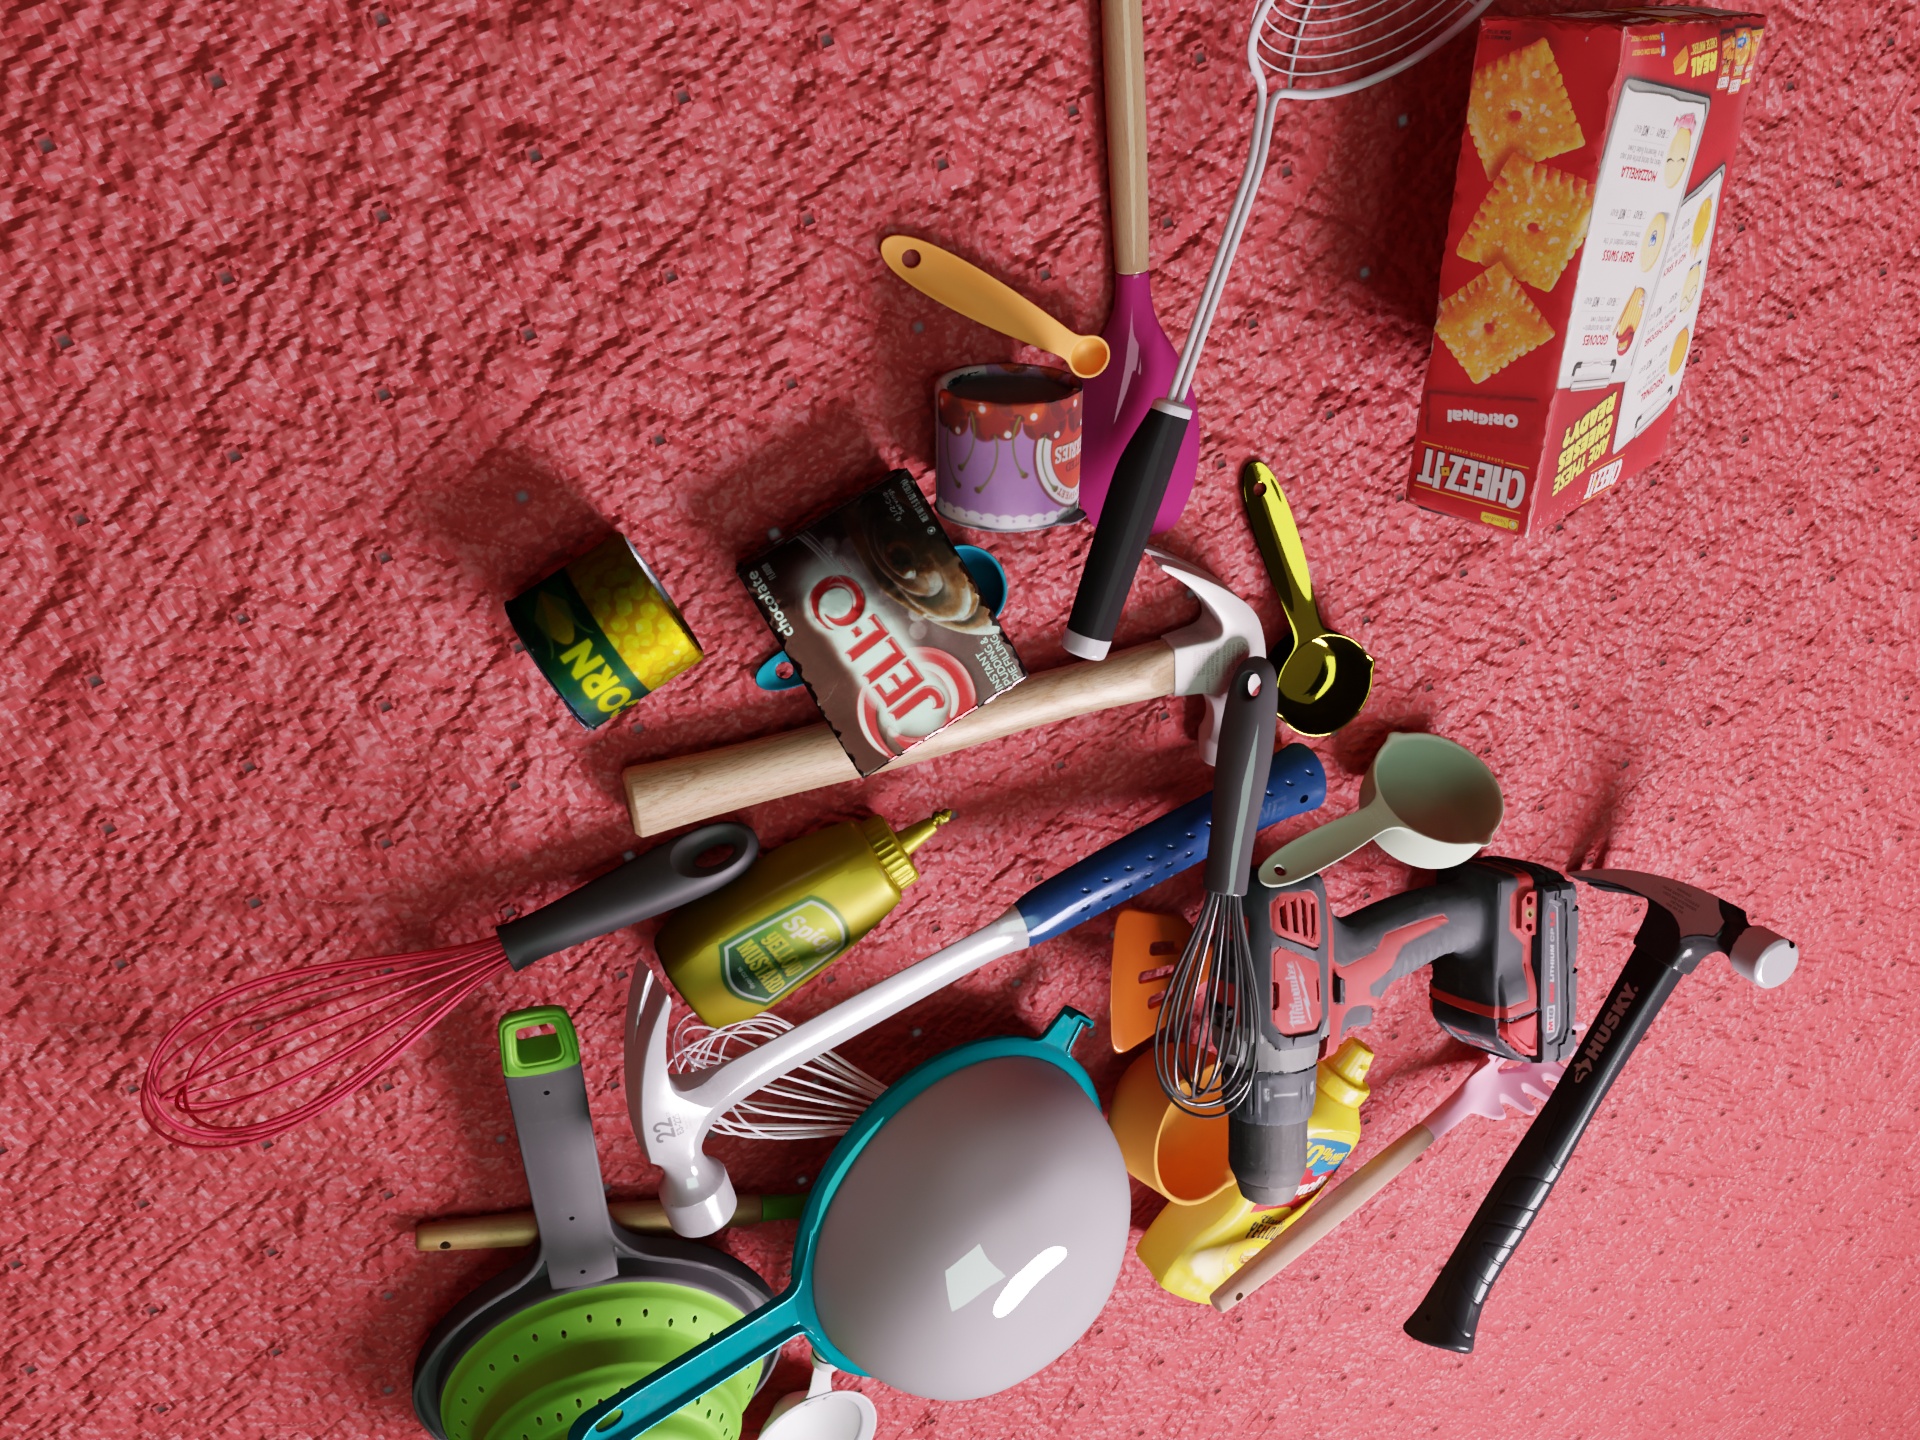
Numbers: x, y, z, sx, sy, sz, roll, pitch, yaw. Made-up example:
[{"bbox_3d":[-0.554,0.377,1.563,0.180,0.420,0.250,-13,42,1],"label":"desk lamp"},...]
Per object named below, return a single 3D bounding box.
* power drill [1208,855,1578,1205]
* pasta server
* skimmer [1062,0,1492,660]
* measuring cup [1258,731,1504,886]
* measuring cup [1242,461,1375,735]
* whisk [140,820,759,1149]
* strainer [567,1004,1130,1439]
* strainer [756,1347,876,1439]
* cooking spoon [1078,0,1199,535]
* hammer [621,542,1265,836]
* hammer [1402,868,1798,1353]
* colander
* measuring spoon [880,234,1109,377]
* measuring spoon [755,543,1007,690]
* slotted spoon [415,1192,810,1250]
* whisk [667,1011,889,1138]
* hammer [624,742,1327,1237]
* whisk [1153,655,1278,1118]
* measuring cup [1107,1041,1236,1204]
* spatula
[{"bbox_3d":[0.241,0.169,0.909,0.226,0.080,0.188,-3,95,-26],"label":"power drill"},{"bbox_3d":[0.282,0.279,1.008,0.316,0.040,0.060,-29,111,-24],"label":"pasta server"},{"bbox_3d":[0.135,-0.186,0.690,0.127,0.090,0.363,-1,115,-52],"label":"skimmer"},{"bbox_3d":[0.224,0.063,0.874,0.167,0.083,0.038,-22,151,-25],"label":"measuring cup"},{"bbox_3d":[0.171,-0.065,0.831,0.062,0.029,0.156,-26,112,-8],"label":"measuring cup"},{"bbox_3d":[-0.230,0.114,0.738,0.296,0.073,0.073,-24,123,-16],"label":"whisk"},{"bbox_3d":[-0.029,0.304,0.821,0.340,0.095,0.210,-22,121,-31],"label":"strainer"},{"bbox_3d":[-0.080,0.378,0.939,0.086,0.050,0.258,-4,123,-30],"label":"strainer"},{"bbox_3d":[0.075,-0.225,0.703,0.068,0.017,0.318,-15,122,-13],"label":"cooking spoon"},{"bbox_3d":[-0.001,-0.003,0.784,0.331,0.031,0.130,-14,121,-15],"label":"hammer"},{"bbox_3d":[0.366,0.245,0.980,0.035,0.146,0.334,23,100,-28],"label":"hammer"},{"bbox_3d":[-0.190,0.316,0.817,0.204,0.095,0.396,-9,125,-13],"label":"colander"},{"bbox_3d":[0.016,-0.184,0.702,0.116,0.011,0.021,23,111,-21],"label":"measuring spoon"},{"bbox_3d":[-0.039,-0.046,0.758,0.128,0.021,0.042,-24,102,2],"label":"measuring spoon"},{"bbox_3d":[-0.137,0.275,0.882,0.313,0.031,0.070,2,118,-22],"label":"slotted spoon"},{"bbox_3d":[-0.041,0.214,0.875,0.284,0.070,0.070,26,105,-37],"label":"whisk"},{"bbox_3d":[0.020,0.104,0.799,0.405,0.035,0.144,-25,123,-22],"label":"hammer"},{"bbox_3d":[0.137,0.086,0.811,0.055,0.055,0.239,4,96,-24],"label":"whisk"},{"bbox_3d":[0.156,0.207,0.959,0.174,0.052,0.095,-46,125,-23],"label":"measuring cup"},{"bbox_3d":[0.219,0.143,0.947,0.322,0.041,0.081,1,93,-25],"label":"spatula"}]
